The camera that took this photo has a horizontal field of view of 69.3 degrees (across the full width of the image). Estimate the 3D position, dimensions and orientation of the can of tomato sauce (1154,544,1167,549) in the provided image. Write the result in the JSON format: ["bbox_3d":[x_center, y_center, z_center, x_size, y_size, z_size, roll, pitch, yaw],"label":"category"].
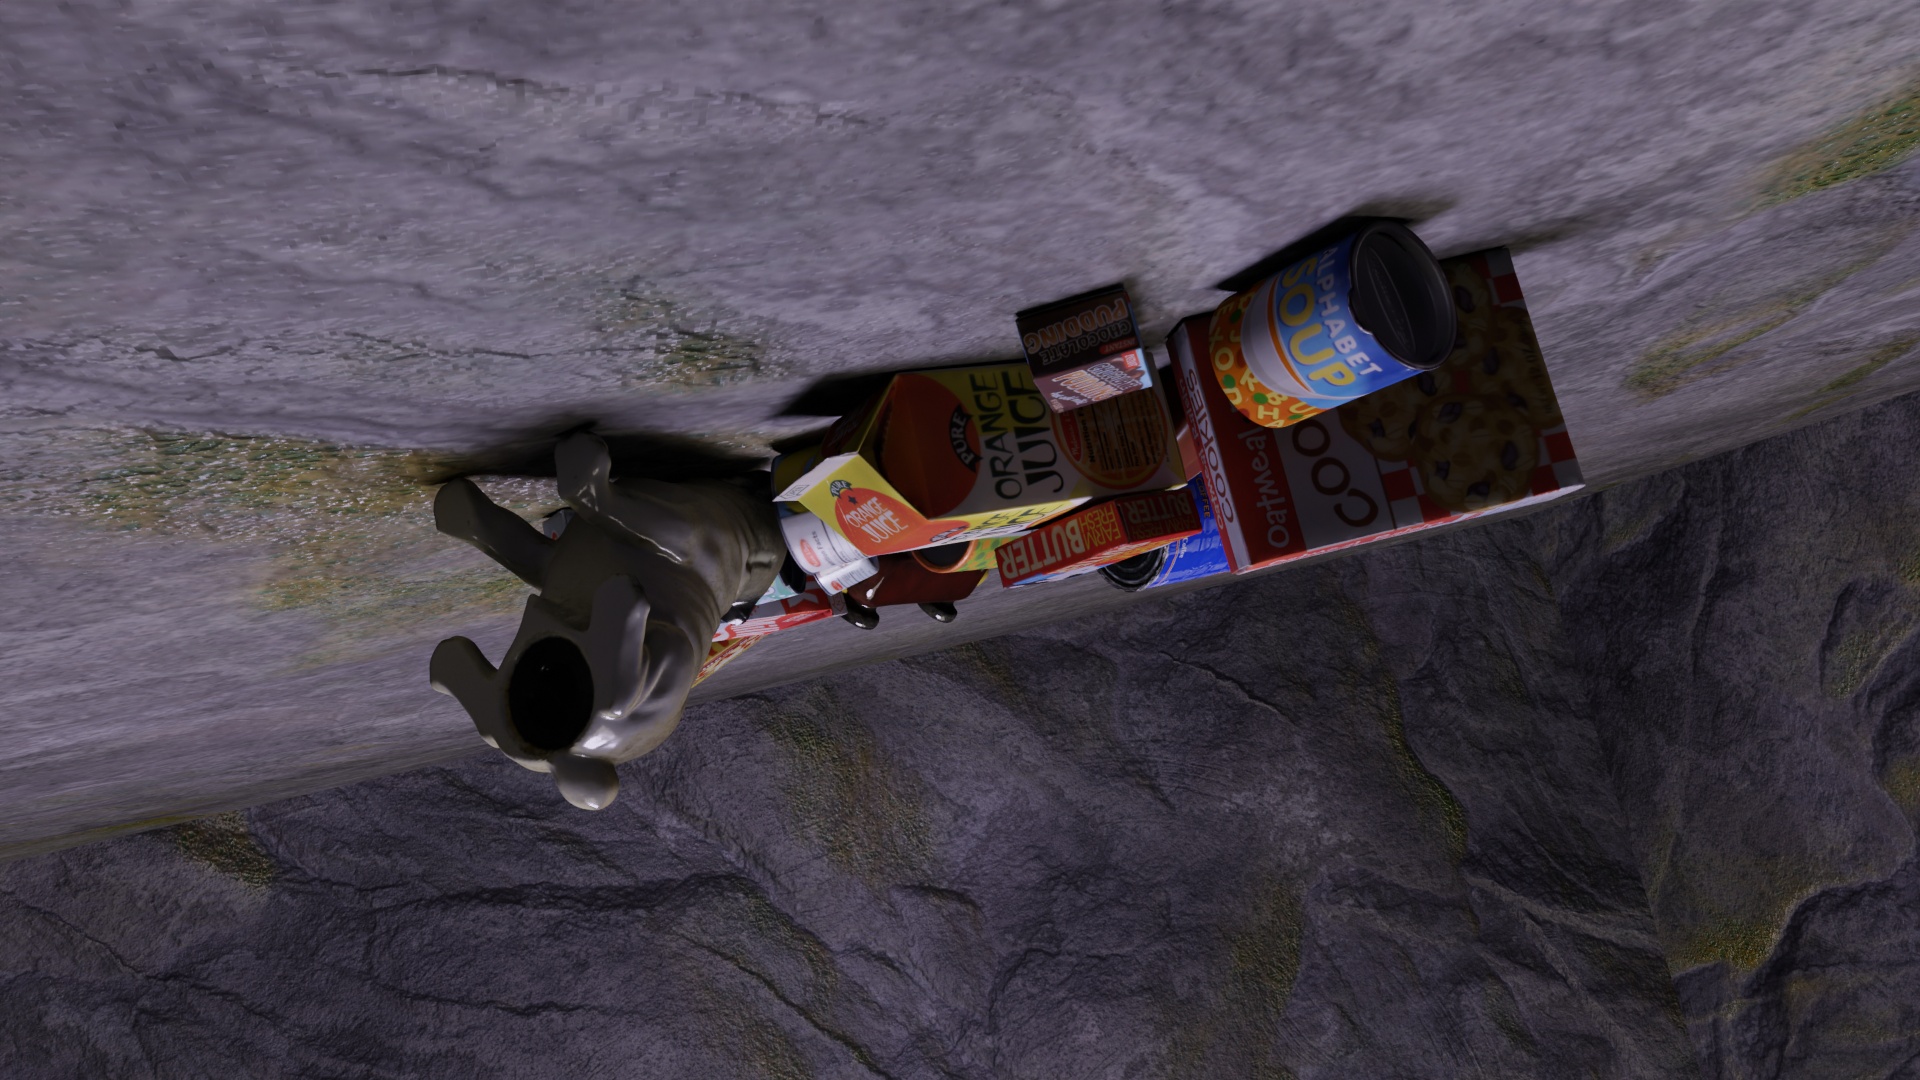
[{"bbox_3d":[0.093,-0.032,0.865,0.071,0.083,0.071,-14,173,-2],"label":"can of tomato sauce"}]

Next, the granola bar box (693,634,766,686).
[{"bbox_3d":[-0.173,0.065,1.048,0.166,0.039,0.124,-36,178,-16],"label":"granola bar box"}]

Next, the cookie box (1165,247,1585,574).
[{"bbox_3d":[0.198,-0.062,0.675,0.168,0.123,0.040,-13,171,-4],"label":"cookie box"}]

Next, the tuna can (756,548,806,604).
[{"bbox_3d":[-0.116,0.005,0.809,0.033,0.071,0.071,-15,172,8],"label":"tuna can"}]

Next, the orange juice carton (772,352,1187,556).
[{"bbox_3d":[0.009,-0.041,0.679,0.193,0.073,0.071,-9,171,-30],"label":"orange juice carton"}]

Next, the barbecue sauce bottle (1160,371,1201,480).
[{"bbox_3d":[0.127,-0.067,0.762,0.043,0.065,0.148,25,142,-29],"label":"barbecue sauce bottle"}]

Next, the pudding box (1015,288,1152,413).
[{"bbox_3d":[0.057,-0.083,0.618,0.049,0.030,0.083,-16,173,9],"label":"pudding box"}]

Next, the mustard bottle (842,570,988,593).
[{"bbox_3d":[-0.055,0.030,1.194,0.161,0.049,0.065,-8,171,-33],"label":"mustard bottle"}]

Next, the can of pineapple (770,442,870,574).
[{"bbox_3d":[-0.061,-0.023,0.730,0.058,0.071,0.071,-15,172,10],"label":"can of pineapple"}]

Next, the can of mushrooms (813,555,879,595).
[{"bbox_3d":[-0.077,-0.006,0.817,0.033,0.071,0.071,-25,171,5],"label":"can of mushrooms"}]

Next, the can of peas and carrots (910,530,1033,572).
[{"bbox_3d":[0.003,-0.011,0.915,0.070,0.071,0.059,-21,169,41],"label":"can of peas and carrots"}]

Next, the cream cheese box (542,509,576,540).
[{"bbox_3d":[-0.178,0.008,0.778,0.024,0.053,0.104,-18,172,43],"label":"cream cheese box"}]

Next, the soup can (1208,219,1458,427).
[{"bbox_3d":[0.157,-0.091,0.601,0.071,0.071,0.083,-8,171,-37],"label":"soup can"}]

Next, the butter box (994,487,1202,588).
[{"bbox_3d":[0.068,0.000,0.701,0.053,0.024,0.103,-9,171,-36],"label":"butter box"}]

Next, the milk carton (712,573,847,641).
[{"bbox_3d":[-0.151,0.024,0.873,0.191,0.072,0.073,-6,169,-46],"label":"milk carton"}]
